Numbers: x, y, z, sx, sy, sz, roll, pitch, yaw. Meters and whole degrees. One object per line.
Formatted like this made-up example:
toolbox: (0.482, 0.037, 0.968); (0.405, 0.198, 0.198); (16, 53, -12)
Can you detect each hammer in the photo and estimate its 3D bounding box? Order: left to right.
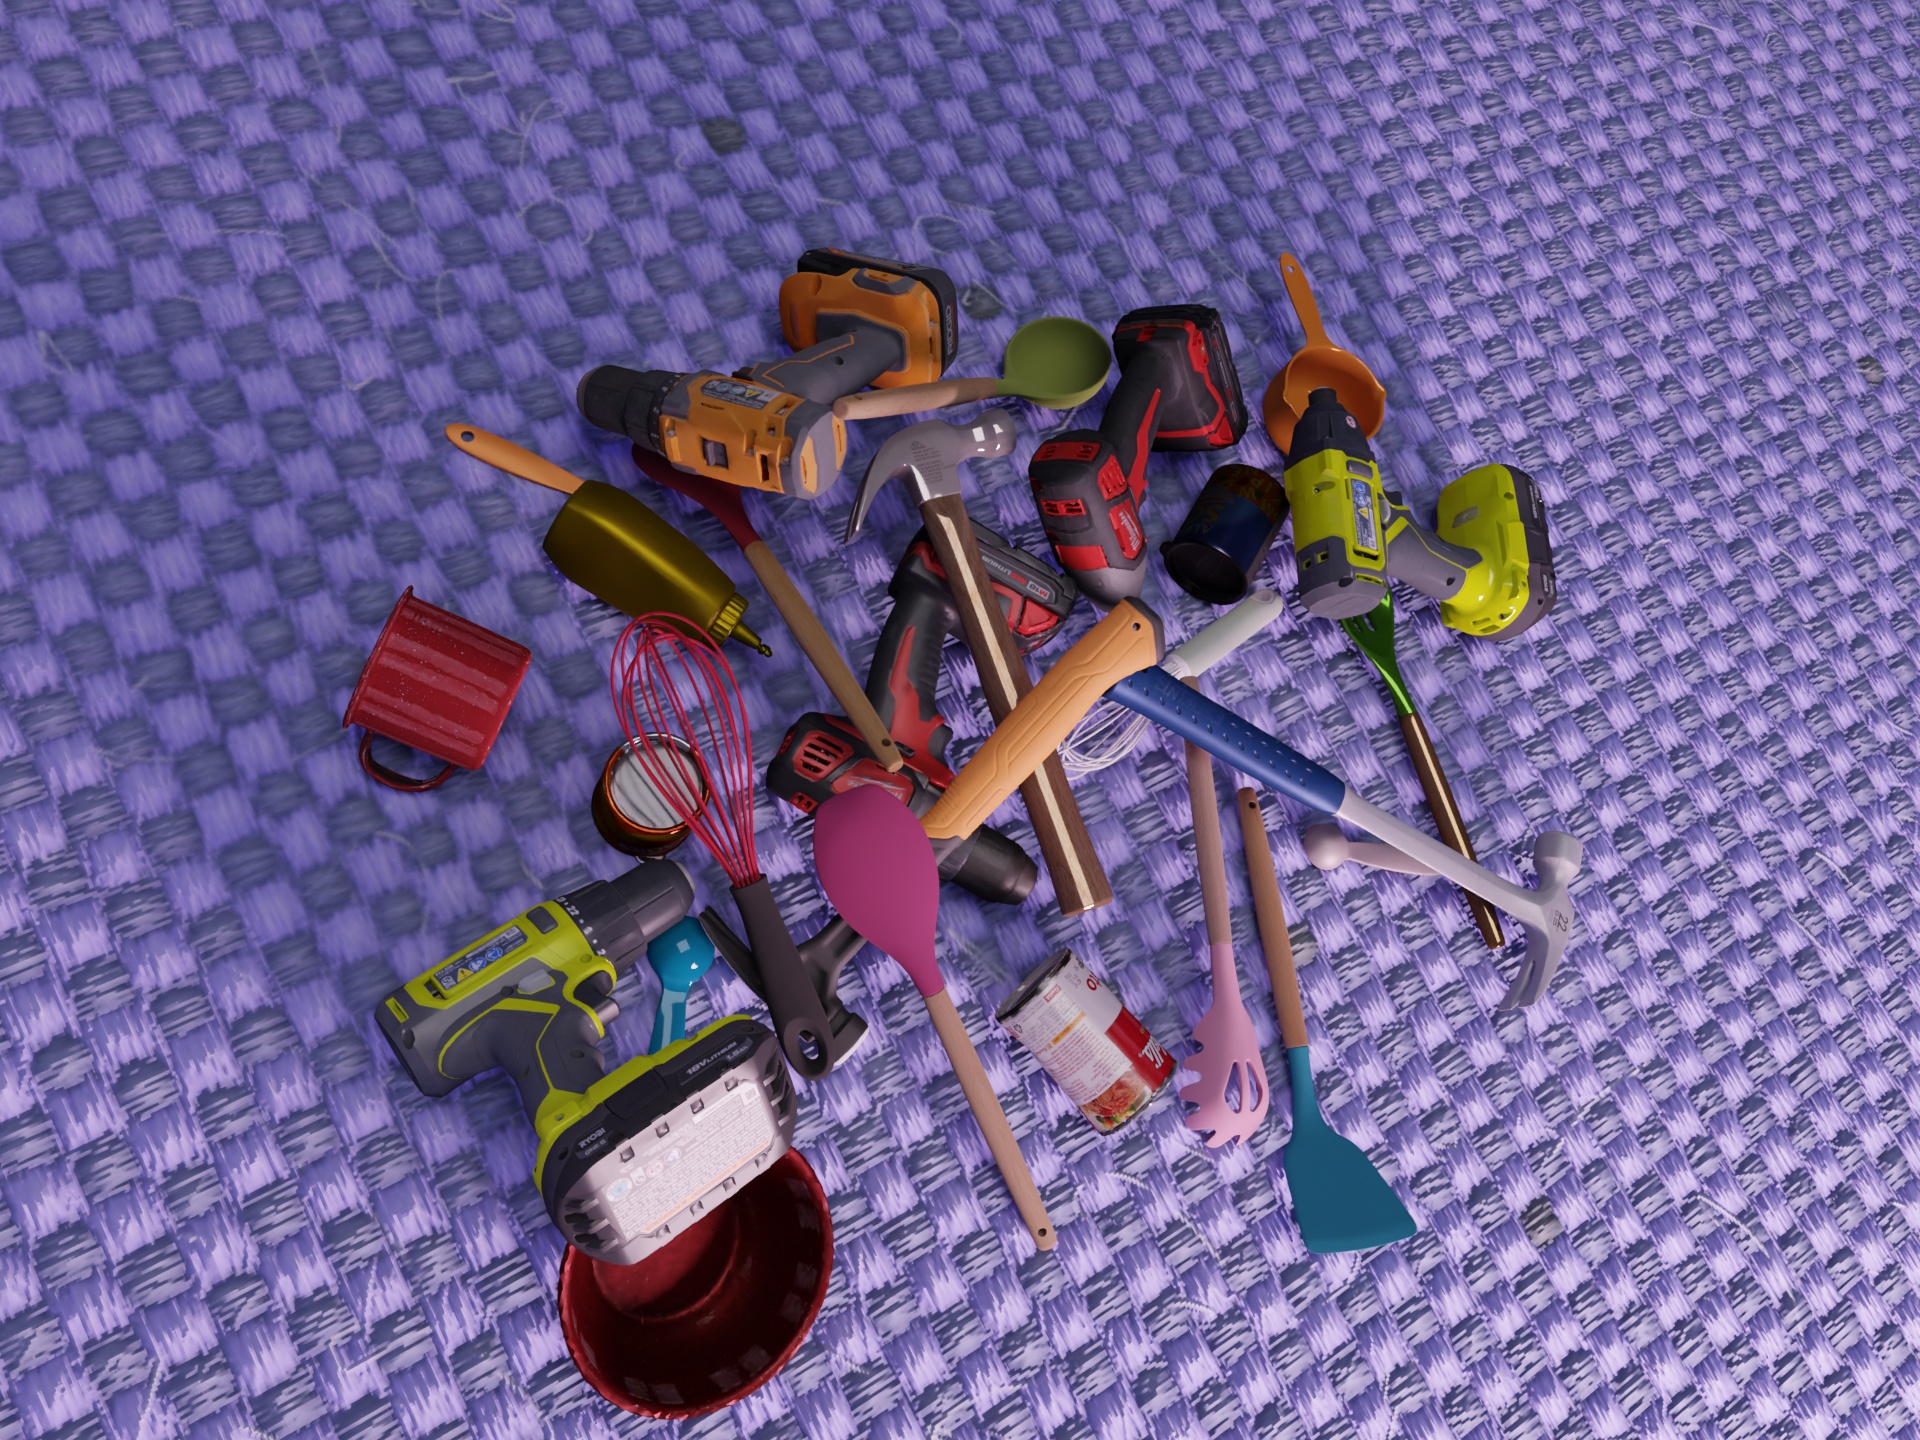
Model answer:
hammer: (-0.006, 0.049, 0.968); (0.127, 0.034, 0.337); (44, 93, 0)
hammer: (0.023, -0.035, 1.014); (0.130, 0.031, 0.331); (-17, 83, -20)
hammer: (0.268, 0.064, 1.101); (0.405, 0.035, 0.144); (29, 62, -17)

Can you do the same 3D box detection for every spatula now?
spatula: (0.231, 0.195, 1.084); (0.082, 0.044, 0.318); (-4, 72, -17)

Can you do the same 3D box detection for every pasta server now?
pasta server: (0.169, 0.125, 1.075); (0.060, 0.040, 0.316); (0, 76, -20)

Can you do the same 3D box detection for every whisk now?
whisk: (-0.132, 0.077, 0.930); (0.073, 0.073, 0.295); (-24, 100, -25)
whisk: (0.150, -0.032, 1.135); (0.246, 0.059, 0.058); (-34, 47, -30)

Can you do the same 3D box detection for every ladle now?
ladle: (-0.121, -0.090, 1.011); (0.069, 0.031, 0.316); (-20, 62, -30)
ladle: (0.011, -0.233, 1.070); (0.078, 0.062, 0.320); (35, 29, 17)

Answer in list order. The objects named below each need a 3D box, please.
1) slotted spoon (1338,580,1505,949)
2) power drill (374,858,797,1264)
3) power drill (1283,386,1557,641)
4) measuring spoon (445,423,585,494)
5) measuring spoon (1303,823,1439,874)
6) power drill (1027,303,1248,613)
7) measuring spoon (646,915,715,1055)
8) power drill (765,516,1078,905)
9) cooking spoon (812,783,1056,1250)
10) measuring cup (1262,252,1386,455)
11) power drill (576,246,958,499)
slotted spoon: (0.343, 0.020, 1.191); (0.070, 0.031, 0.314); (-9, 76, -40)
power drill: (-0.190, 0.168, 0.867); (0.190, 0.229, 0.080); (-32, 129, -26)
power drill: (0.339, -0.150, 1.192); (0.223, 0.080, 0.171); (10, 69, -32)
measuring spoon: (-0.282, -0.169, 1.044); (0.117, 0.011, 0.021); (24, 66, -11)
measuring spoon: (0.308, 0.096, 1.159); (0.124, 0.018, 0.034); (9, 69, -18)
power drill: (0.125, -0.181, 1.117); (0.220, 0.078, 0.143); (-59, 139, -35)
measuring spoon: (-0.173, 0.178, 0.957); (0.042, 0.021, 0.129); (11, 67, -16)
power drill: (-0.002, -0.003, 1.054); (0.188, 0.080, 0.227); (30, 68, -8)
cooking spoon: (-0.006, 0.185, 0.958); (0.069, 0.017, 0.318); (-24, 103, -4)
measuring cup: (0.272, -0.284, 1.260); (0.095, 0.052, 0.174); (-8, 73, -22)
power drill: (-0.124, -0.233, 1.050); (0.185, 0.084, 0.226); (18, 44, 22)
